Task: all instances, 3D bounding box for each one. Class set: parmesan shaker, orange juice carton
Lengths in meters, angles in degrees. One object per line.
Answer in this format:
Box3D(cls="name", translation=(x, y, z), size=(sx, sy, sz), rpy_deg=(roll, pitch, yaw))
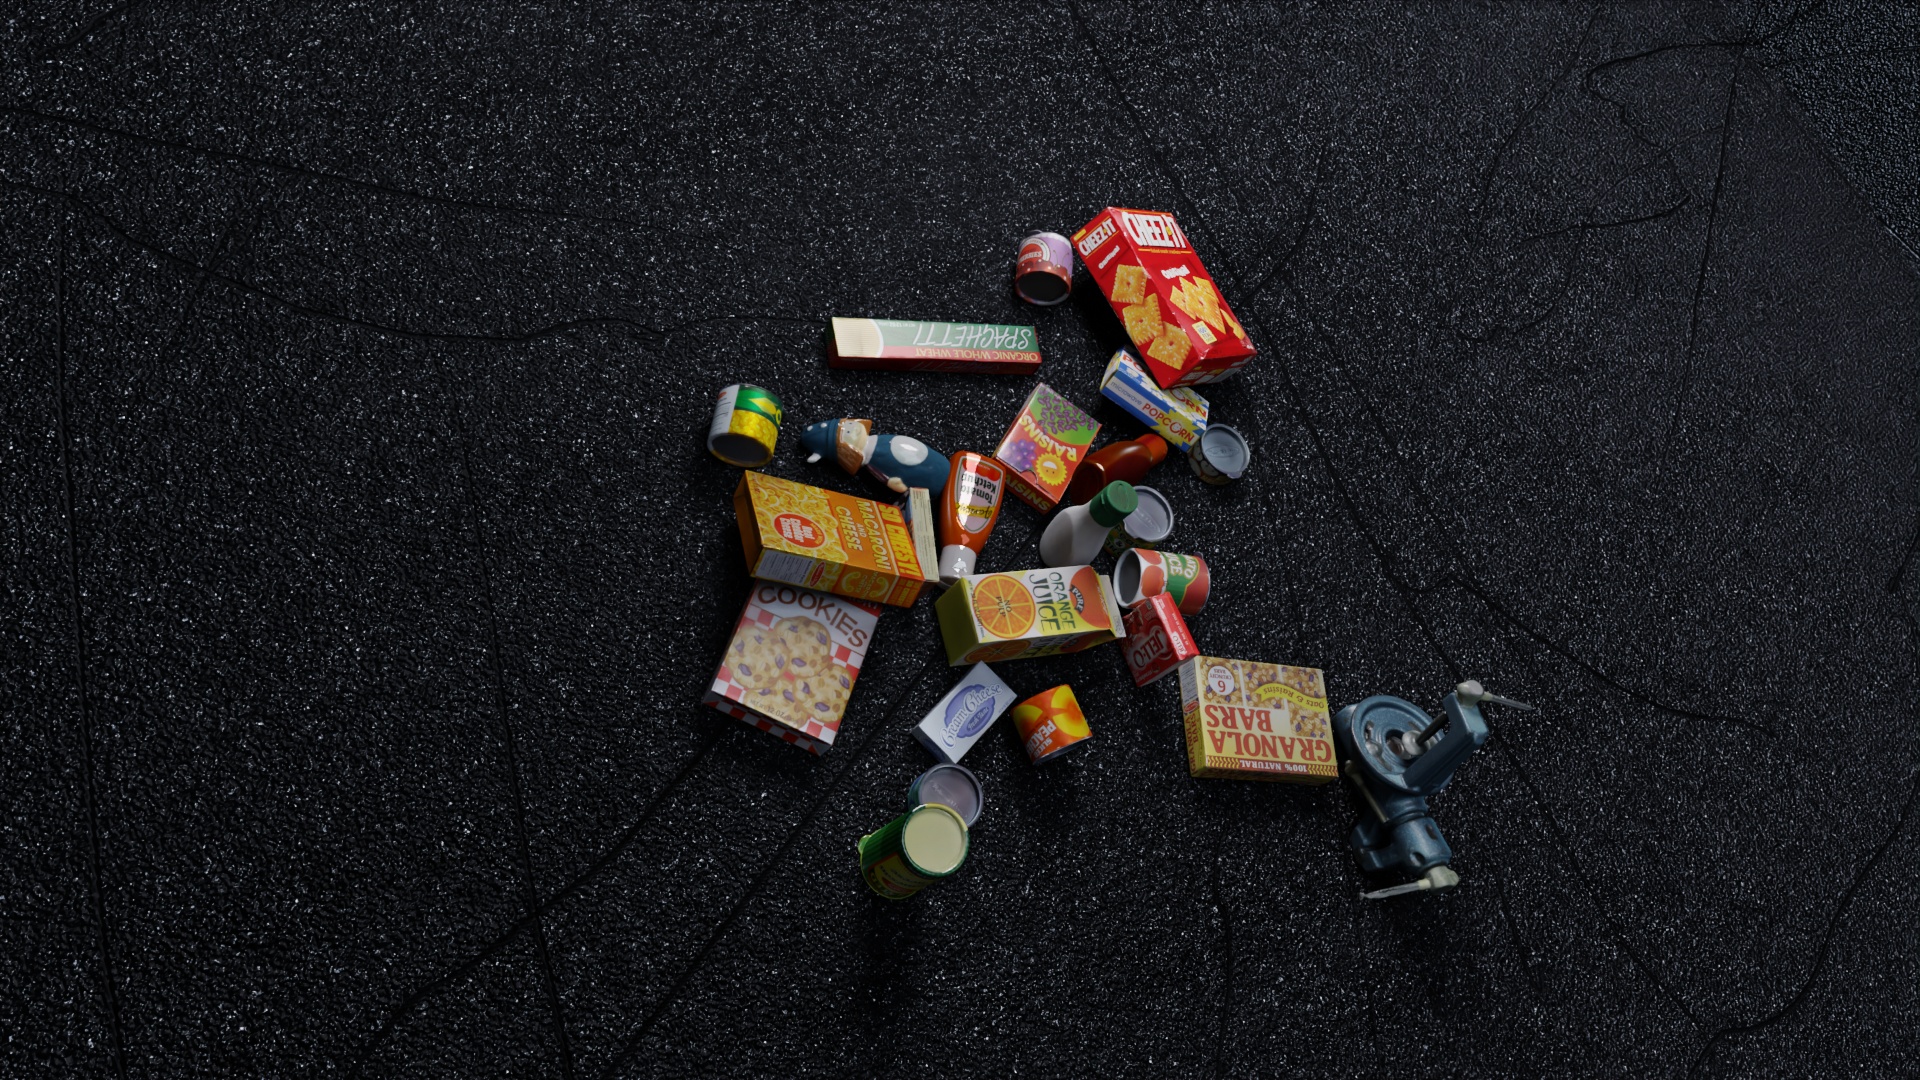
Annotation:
Box3D(cls="parmesan shaker", translation=(-0.044, 0.277, 1.242), size=(0.071, 0.102, 0.071), rpy_deg=(10, 63, -20))
Box3D(cls="orange juice carton", translation=(0.080, 0.075, 1.416), size=(0.193, 0.072, 0.072), rpy_deg=(-4, 68, -27))

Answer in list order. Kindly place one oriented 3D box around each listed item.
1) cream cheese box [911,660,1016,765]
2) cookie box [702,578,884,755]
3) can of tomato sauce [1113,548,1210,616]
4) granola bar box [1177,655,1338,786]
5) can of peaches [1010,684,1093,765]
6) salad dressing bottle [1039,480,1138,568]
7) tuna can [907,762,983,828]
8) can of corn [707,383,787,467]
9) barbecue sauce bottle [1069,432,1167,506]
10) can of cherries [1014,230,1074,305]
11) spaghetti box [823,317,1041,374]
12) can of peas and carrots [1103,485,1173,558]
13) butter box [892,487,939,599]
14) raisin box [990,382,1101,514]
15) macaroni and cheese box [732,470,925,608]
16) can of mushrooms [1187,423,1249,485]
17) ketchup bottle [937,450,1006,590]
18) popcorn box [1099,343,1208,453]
Box3D(cls="cream cheese box", translation=(0.004, 0.171, 1.363), size=(0.053, 0.024, 0.104), rpy_deg=(45, 56, 2))
Box3D(cls="cookie box", translation=(-0.154, 0.100, 1.314), size=(0.123, 0.040, 0.168), rpy_deg=(26, 58, -12))
Box3D(cls="can of tomato sauce", translation=(0.217, 0.043, 1.497), size=(0.083, 0.071, 0.071), rpy_deg=(7, 64, -21))
Box3D(cls="granola bar box", translation=(0.318, 0.194, 1.489), size=(0.166, 0.039, 0.124), rpy_deg=(8, 63, -22))
Box3D(cls="can of peaches", translation=(0.088, 0.182, 1.371), size=(0.071, 0.071, 0.058), rpy_deg=(-16, 73, -30))
Box3D(cls="salad dressing bottle", translation=(0.133, -0.015, 1.439), size=(0.044, 0.147, 0.064), rpy_deg=(2, 66, -24))
Box3D(cls="tuna can", translation=(-0.016, 0.248, 1.311), size=(0.071, 0.032, 0.071), rpy_deg=(10, 62, -20))
Box3D(cls="can of corn", translation=(-0.211, -0.112, 1.375), size=(0.071, 0.071, 0.058), rpy_deg=(17, 61, -17))
Box3D(cls="barbecue sauce bottle", translation=(0.179, -0.082, 1.538), size=(0.044, 0.064, 0.149), rpy_deg=(30, 36, 25))
Box3D(cls="can of cherries", translation=(0.096, -0.317, 1.615), size=(0.071, 0.071, 0.058), rpy_deg=(17, 62, -17))
Box3D(cls="spaghetti box", translation=(-0.027, -0.214, 1.532), size=(0.251, 0.028, 0.050), rpy_deg=(-2, 68, -25))
Box3D(cls="can of peas and carrots", translation=(0.189, -0.016, 1.519), size=(0.071, 0.058, 0.071), rpy_deg=(10, 63, -20))
Box3D(cls="butter box", translation=(-0.047, 0.003, 1.403), size=(0.024, 0.053, 0.104), rpy_deg=(4, 65, -26))
Box3D(cls="raisin box", translation=(0.091, -0.102, 1.526), size=(0.086, 0.040, 0.124), rpy_deg=(36, 57, -7))
Box3D(cls="macaroni and cheese box", translation=(-0.128, -0.001, 1.336), size=(0.166, 0.040, 0.124), rpy_deg=(14, 32, -26))
Box3D(cls="can of mushrooms", translation=(0.302, -0.098, 1.626), size=(0.071, 0.033, 0.071), rpy_deg=(11, 62, -21))
Box3D(cls="ketchup bottle", translation=(0.005, -0.018, 1.444), size=(0.065, 0.043, 0.149), rpy_deg=(20, 60, -15))
Box3D(cls="popcorn box", translation=(0.224, -0.165, 1.601), size=(0.126, 0.038, 0.085), rpy_deg=(35, 29, -6))
